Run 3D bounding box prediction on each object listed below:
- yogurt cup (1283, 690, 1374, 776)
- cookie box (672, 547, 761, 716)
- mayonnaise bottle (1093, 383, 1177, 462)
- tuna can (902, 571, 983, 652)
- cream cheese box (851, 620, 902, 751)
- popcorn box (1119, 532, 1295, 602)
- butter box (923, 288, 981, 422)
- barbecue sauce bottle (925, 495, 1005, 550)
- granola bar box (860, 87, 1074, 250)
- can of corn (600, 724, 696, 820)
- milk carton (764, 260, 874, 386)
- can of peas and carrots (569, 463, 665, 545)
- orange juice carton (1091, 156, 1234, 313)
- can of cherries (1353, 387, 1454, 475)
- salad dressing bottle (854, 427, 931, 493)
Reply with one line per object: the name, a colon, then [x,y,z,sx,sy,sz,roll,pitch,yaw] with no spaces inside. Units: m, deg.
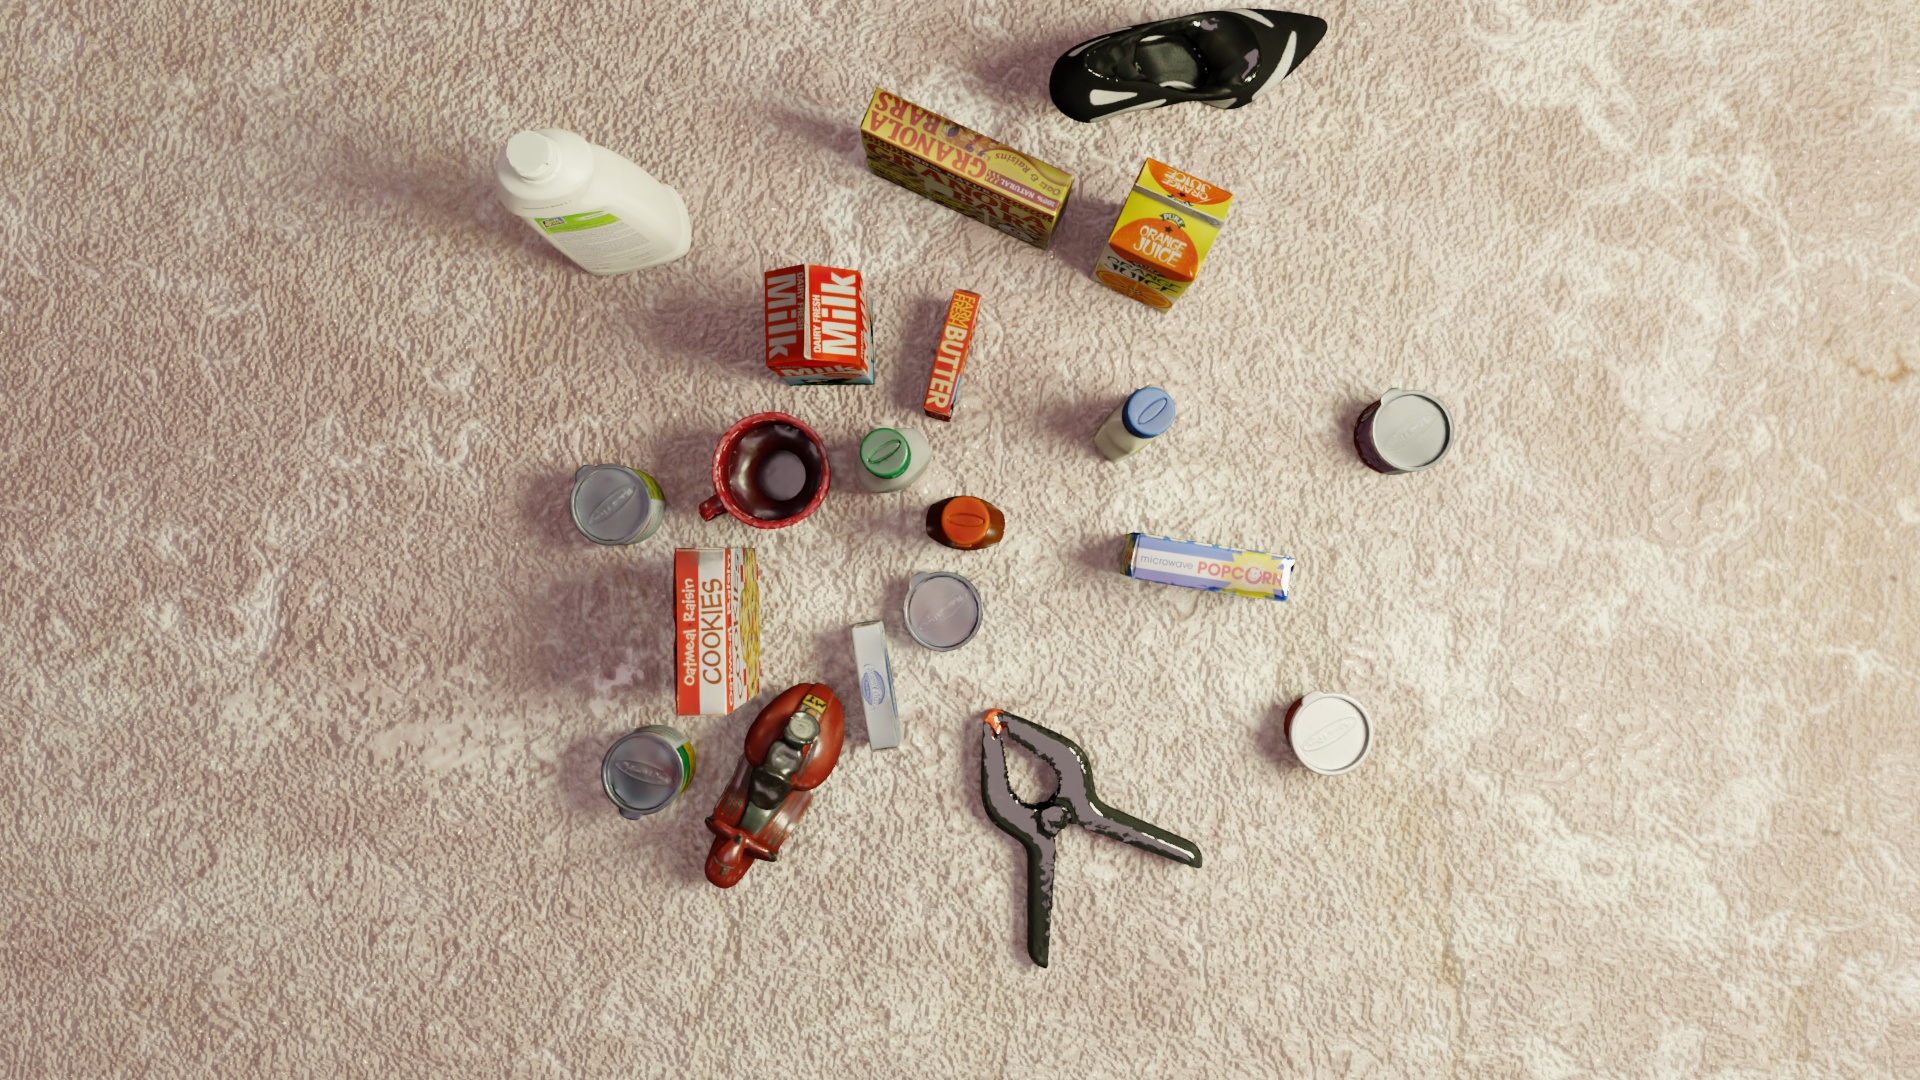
yogurt cup: [0.298,0.155,1.137,0.072,0.054,0.072,0,89,0]
cookie box: [-0.188,0.067,1.082,0.040,0.167,0.123,-1,89,0]
mayonnaise bottle: [0.141,-0.094,1.095,0.065,0.148,0.041,-41,89,0]
tuna can: [-0.016,0.056,1.150,0.071,0.033,0.071,0,89,0]
cream cheese box: [-0.069,0.118,1.138,0.024,0.053,0.103,-9,89,0]
popcorn box: [0.197,0.021,1.124,0.127,0.085,0.038,9,90,0]
butter box: [-0.007,-0.152,1.143,0.024,0.053,0.103,15,89,0]
barbecue sauce bottle: [0.004,-0.014,1.093,0.065,0.148,0.043,5,90,0]
granola bar box: [0.004,-0.293,1.111,0.165,0.124,0.039,24,90,0]
can of corn: [-0.254,0.188,1.135,0.071,0.058,0.071,0,89,0]
milk carton: [-0.109,-0.164,1.075,0.073,0.190,0.072,-1,90,0]
can of peas and carrots: [-0.282,-0.030,1.139,0.071,0.059,0.071,0,89,0]
orange juice carton: [0.155,-0.237,1.075,0.072,0.192,0.073,25,90,0]
can of cherries: [0.361,-0.090,1.139,0.071,0.058,0.071,0,89,0]
salad dressing bottle: [-0.055,-0.065,1.095,0.064,0.147,0.044,-32,89,0]
